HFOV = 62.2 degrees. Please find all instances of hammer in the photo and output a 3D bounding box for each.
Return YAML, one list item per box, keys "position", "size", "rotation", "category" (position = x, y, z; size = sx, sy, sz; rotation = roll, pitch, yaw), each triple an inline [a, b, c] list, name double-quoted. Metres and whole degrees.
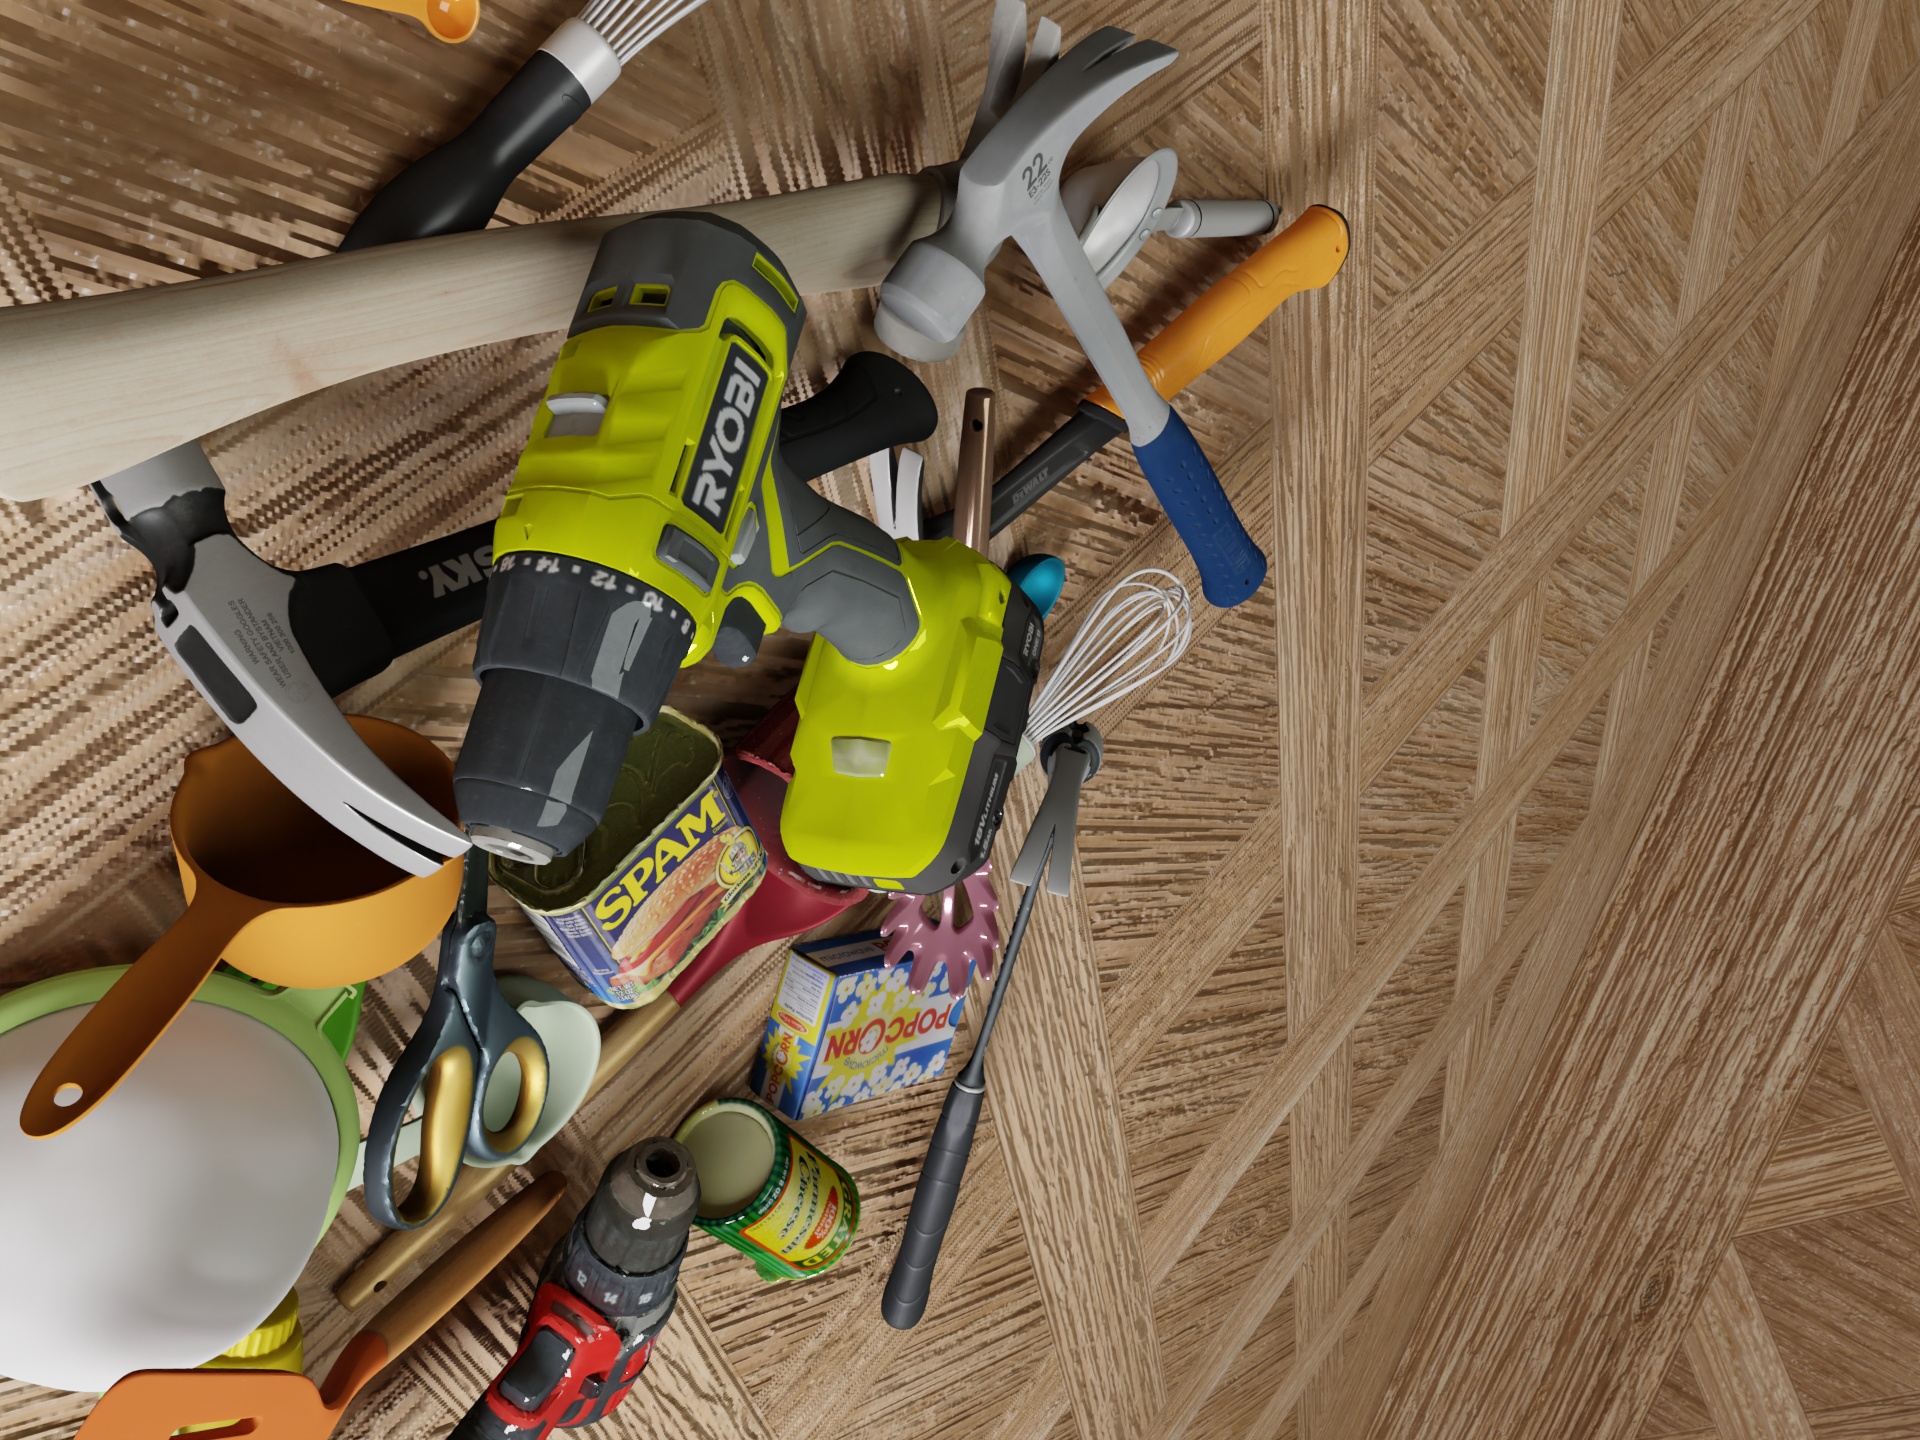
- position: [-0.114, -0.071, 0.571]
  size: [0.335, 0.035, 0.146]
  rotation: [-34, 94, -47]
  category: "hammer"
- position: [0.011, 0.205, 0.942]
  size: [0.149, 0.036, 0.408]
  rotation: [-68, 174, -65]
  category: "hammer"
- position: [0.091, -0.151, 0.754]
  size: [0.144, 0.035, 0.405]
  rotation: [-55, 152, -2]
  category: "hammer"
- position: [0.088, -0.175, 0.807]
  size: [0.337, 0.034, 0.127]
  rotation: [-42, 142, -23]
  category: "hammer"
- position: [-0.113, -0.152, 0.508]
  size: [0.410, 0.038, 0.146]
  rotation: [-29, 151, -45]
  category: "hammer"

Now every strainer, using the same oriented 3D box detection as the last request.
- position: [-0.266, 0.207, 0.514]
  size: [0.151, 0.069, 0.256]
  rotation: [-6, 111, -30]
  category: "strainer"
- position: [0.104, -0.251, 0.795]
  size: [0.258, 0.050, 0.086]
  rotation: [-24, 153, -52]
  category: "strainer"

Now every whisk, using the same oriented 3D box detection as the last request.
- position: [-0.101, -0.234, 0.510]
  size: [0.284, 0.070, 0.070]
  rotation: [-51, 145, -11]
  category: "whisk"
- position: [0.037, 0.005, 0.858]
  size: [0.246, 0.058, 0.059]
  rotation: [-42, 116, -15]
  category: "whisk"

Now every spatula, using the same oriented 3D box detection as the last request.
- position: [-0.210, 0.213, 0.575]
  size: [0.081, 0.041, 0.322]
  rotation: [-62, 176, 4]
  category: "spatula"

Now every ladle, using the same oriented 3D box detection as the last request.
- position: [-0.151, 0.145, 0.725]
  size: [0.315, 0.031, 0.069]
  rotation: [-43, 140, -26]
  category: "ladle"

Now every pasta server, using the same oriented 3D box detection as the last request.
- position: [-0.001, -0.002, 0.760]
  size: [0.040, 0.060, 0.316]
  rotation: [-76, 171, -60]
  category: "pasta server"

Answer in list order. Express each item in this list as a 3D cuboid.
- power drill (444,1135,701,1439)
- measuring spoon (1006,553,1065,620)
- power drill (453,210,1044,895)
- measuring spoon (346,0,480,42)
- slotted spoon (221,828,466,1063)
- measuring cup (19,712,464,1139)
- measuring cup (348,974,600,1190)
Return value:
- position: [-0.191, 0.285, 0.651]
  size: [0.227, 0.080, 0.187]
  rotation: [-45, 165, -52]
  category: "power drill"
- position: [0.027, -0.037, 0.861]
  size: [0.042, 0.021, 0.128]
  rotation: [-29, 142, -41]
  category: "measuring spoon"
- position: [-0.063, -0.023, 0.522]
  size: [0.228, 0.080, 0.191]
  rotation: [40, 59, -55]
  category: "power drill"
- position: [-0.188, -0.216, 0.445]
  size: [0.117, 0.011, 0.021]
  rotation: [-2, 114, -50]
  category: "measuring spoon"
- position: [-0.181, 0.026, 0.602]
  size: [0.314, 0.031, 0.070]
  rotation: [-53, 141, -19]
  category: "slotted spoon"
- position: [-0.220, 0.070, 0.489]
  size: [0.174, 0.095, 0.052]
  rotation: [-65, 172, -48]
  category: "measuring cup"
- position: [-0.221, 0.153, 0.626]
  size: [0.167, 0.038, 0.083]
  rotation: [-21, 128, -44]
  category: "measuring cup"
